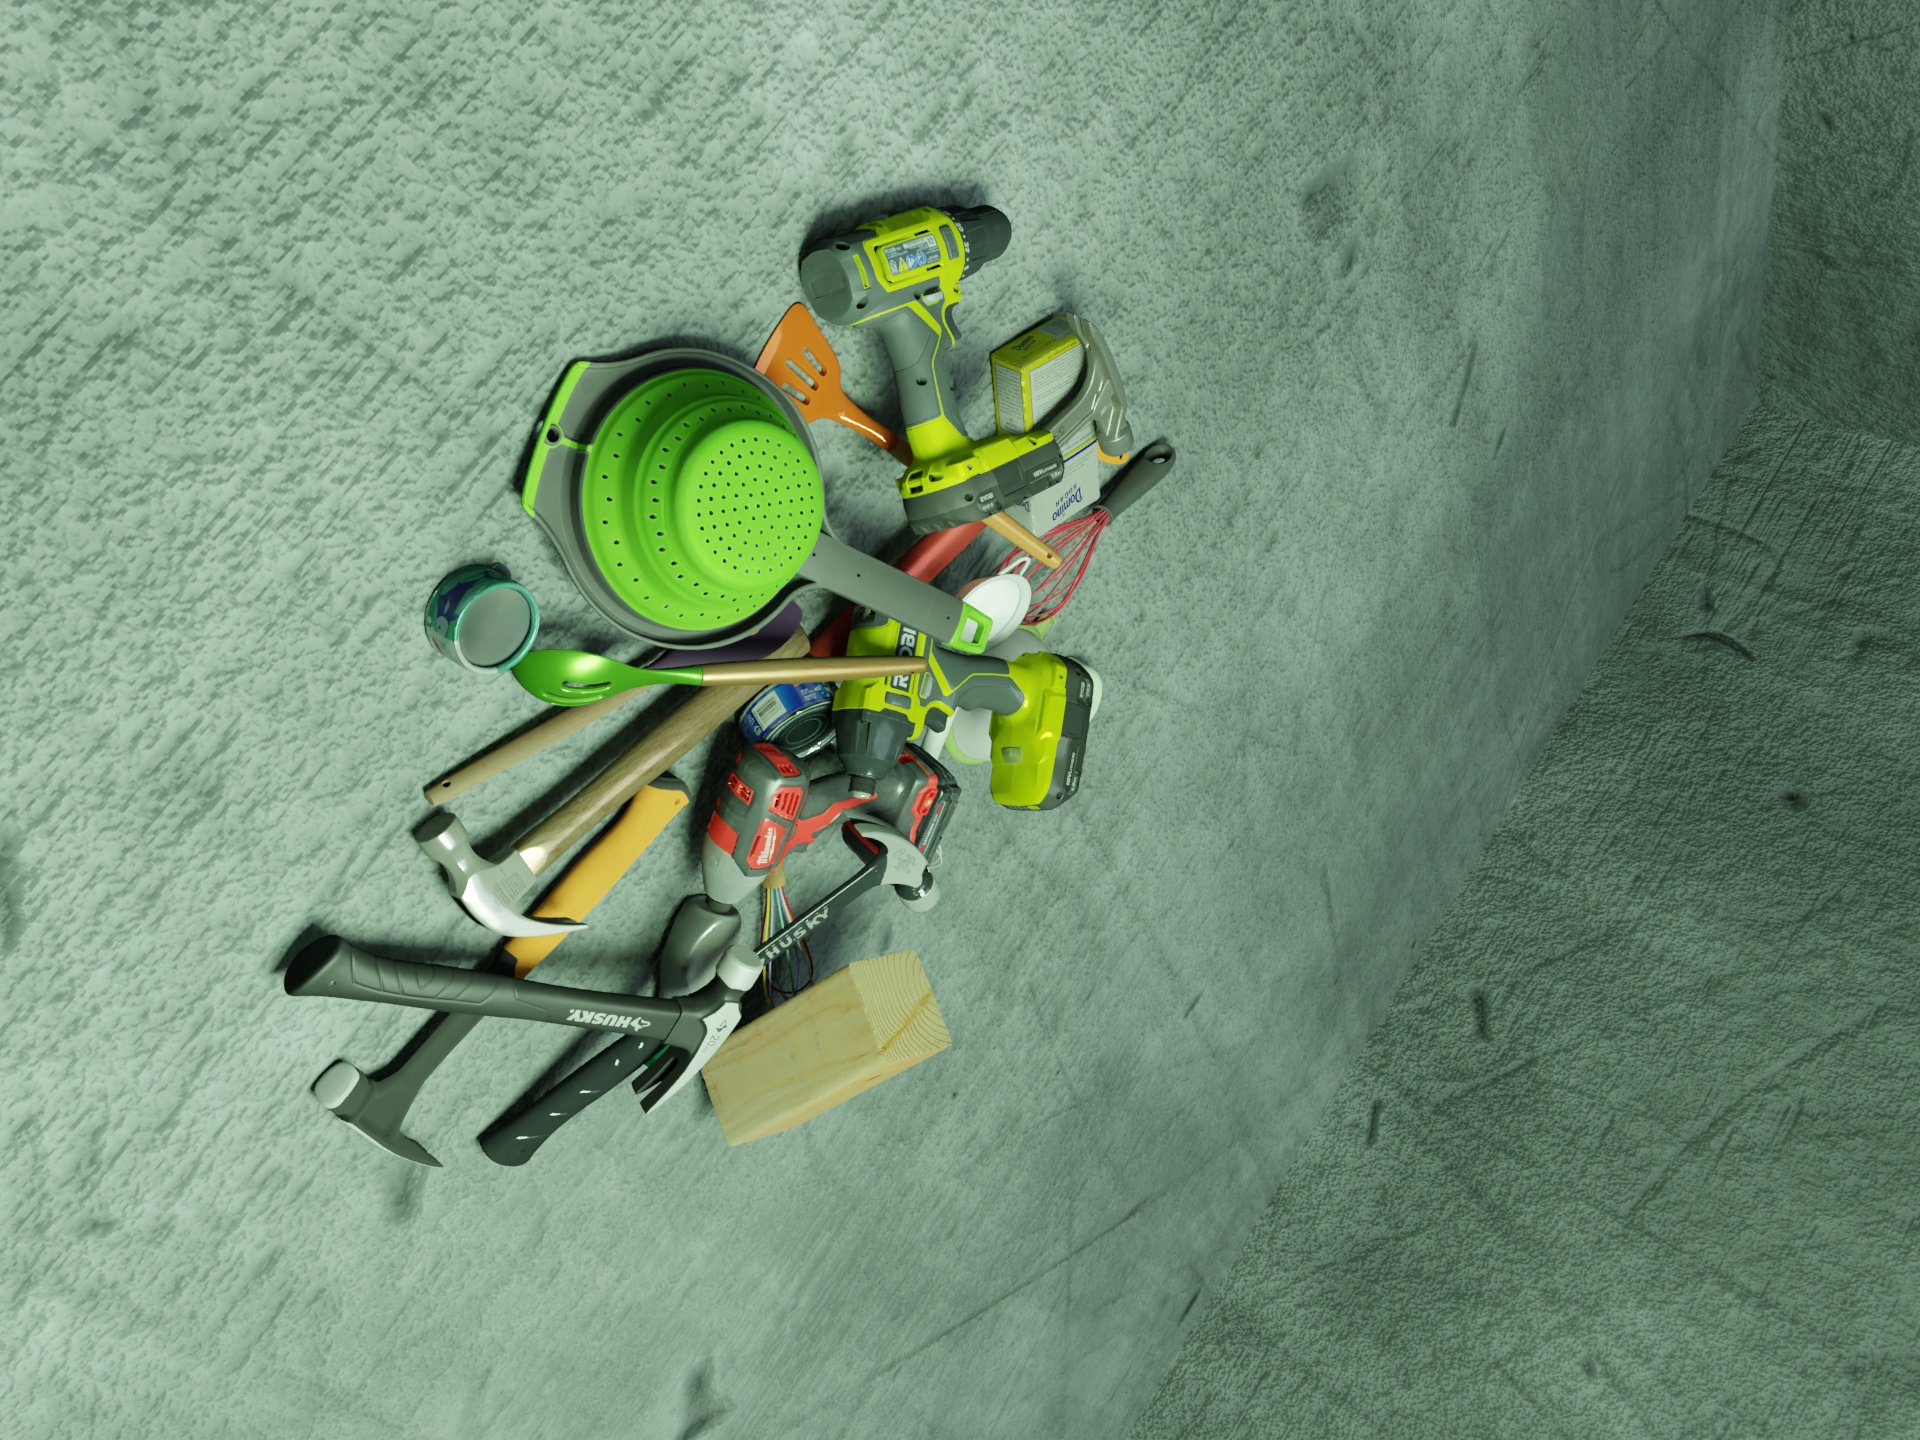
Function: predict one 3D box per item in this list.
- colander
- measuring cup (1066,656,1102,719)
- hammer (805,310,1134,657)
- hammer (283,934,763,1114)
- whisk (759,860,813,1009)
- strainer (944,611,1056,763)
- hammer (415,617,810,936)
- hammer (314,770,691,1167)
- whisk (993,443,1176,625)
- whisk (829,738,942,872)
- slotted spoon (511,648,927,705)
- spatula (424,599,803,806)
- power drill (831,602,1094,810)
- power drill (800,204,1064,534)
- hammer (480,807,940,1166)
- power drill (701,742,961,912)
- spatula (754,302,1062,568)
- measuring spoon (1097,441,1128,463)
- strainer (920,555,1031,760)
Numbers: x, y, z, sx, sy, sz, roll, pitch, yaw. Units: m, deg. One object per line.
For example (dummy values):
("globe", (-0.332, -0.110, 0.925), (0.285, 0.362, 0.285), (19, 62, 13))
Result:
("colander", (-0.100, -0.120, 1.107), (0.396, 0.094, 0.204), (23, 84, -39))
("measuring cup", (0.094, 0.017, 1.625), (0.083, 0.038, 0.167), (31, 84, -57))
("hammer", (0.004, -0.175, 1.327), (0.359, 0.037, 0.149), (-45, 141, -12))
("hammer", (-0.306, 0.201, 1.120), (0.334, 0.035, 0.146), (18, 111, -41))
("whisk", (-0.158, 0.155, 1.378), (0.047, 0.051, 0.244), (-9, 121, -11))
("strainer", (0.020, -0.008, 1.480), (0.256, 0.069, 0.151), (-16, 125, -50))
("hammer", (-0.232, 0.032, 1.166), (0.331, 0.031, 0.130), (-43, 123, -28))
("hammer", (-0.317, 0.173, 1.178), (0.337, 0.034, 0.127), (-50, 144, -19))
("whisk", (0.124, -0.186, 1.515), (0.296, 0.073, 0.073), (-45, 143, -34))
("whisk", (-0.072, 0.072, 1.439), (0.246, 0.058, 0.059), (63, 26, -47))
("slotted spoon", (-0.162, -0.034, 1.141), (0.313, 0.031, 0.070), (-4, 159, -30))
("spatula", (-0.241, -0.020, 1.144), (0.316, 0.060, 0.018), (-33, 161, -32))
("power drill", (-0.002, -0.004, 1.296), (0.223, 0.080, 0.171), (17, 77, -38))
("power drill", (-0.005, -0.273, 1.200), (0.190, 0.080, 0.228), (-31, 107, -39))
("hammer", (-0.201, 0.217, 1.258), (0.409, 0.036, 0.149), (-36, 144, -8))
("power drill", (-0.114, 0.087, 1.301), (0.219, 0.079, 0.143), (-1, 122, -48))
("spatula", (-0.032, -0.203, 1.244), (0.322, 0.041, 0.081), (32, 85, -31))
("measuring spoon", (0.133, -0.259, 1.515), (0.116, 0.011, 0.021), (4, 109, -55))
("strainer", (-0.004, -0.038, 1.387), (0.086, 0.050, 0.258), (-2, 122, -44))
